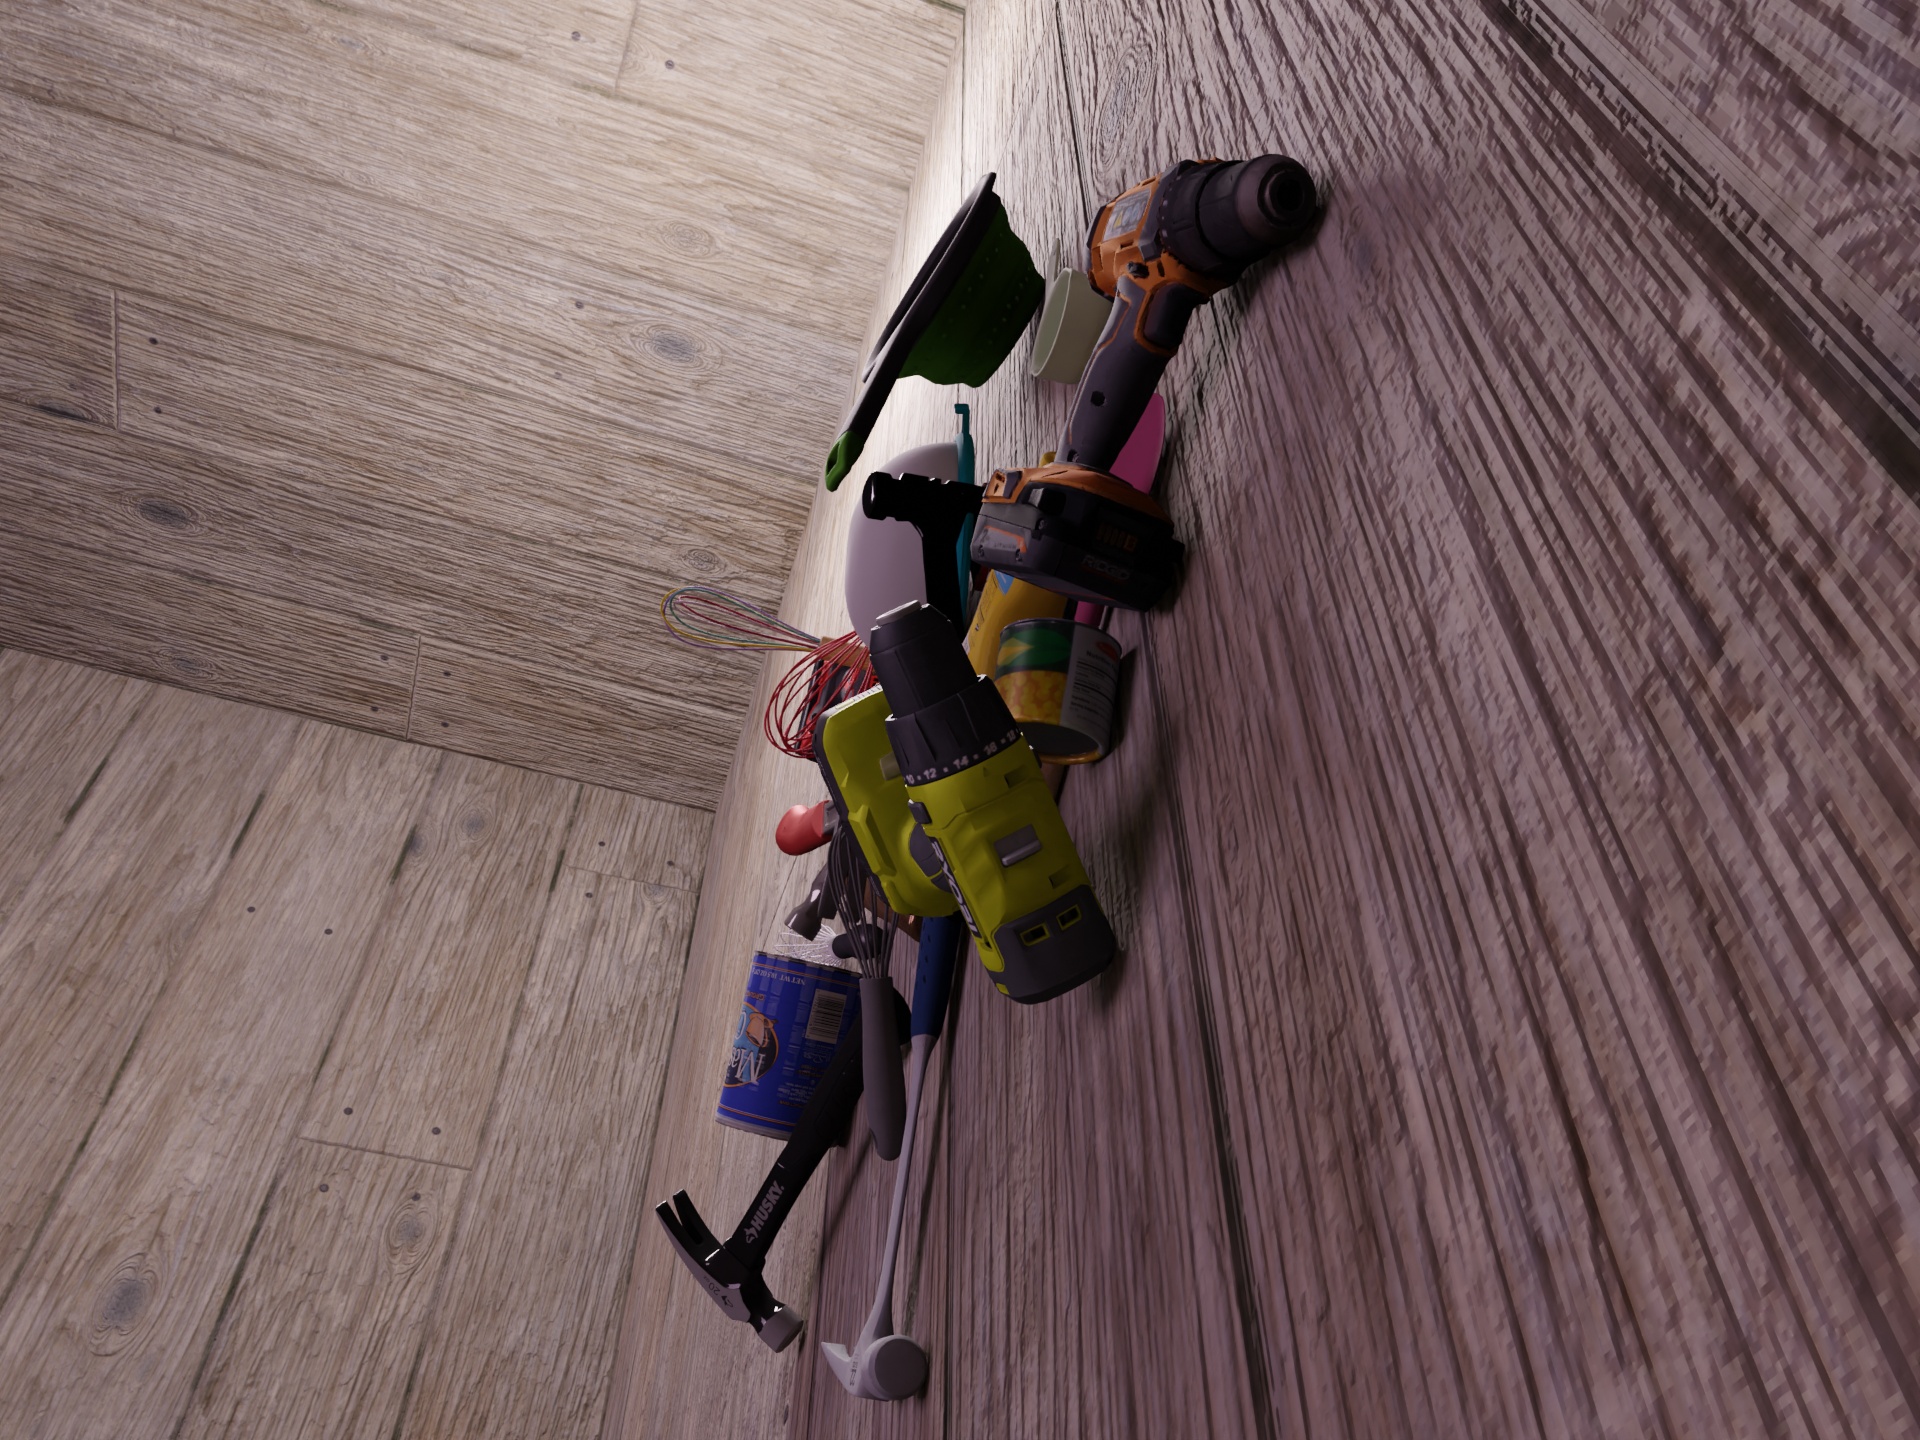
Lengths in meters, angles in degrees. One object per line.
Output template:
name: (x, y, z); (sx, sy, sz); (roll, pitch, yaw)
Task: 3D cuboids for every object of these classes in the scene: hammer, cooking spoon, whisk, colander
hammer: (-0.114, 0.093, 1.296); (0.359, 0.036, 0.149); (147, 132, -74)
cooking spoon: (0.065, -0.030, 0.905); (0.069, 0.017, 0.319); (23, 99, 60)
whisk: (-0.115, 0.202, 1.418); (0.284, 0.070, 0.070); (149, 135, -68)
colander: (-0.014, -0.295, 1.296); (0.204, 0.094, 0.397); (-46, 18, 45)
whisk: (-0.079, -0.074, 1.380); (0.296, 0.073, 0.073); (-55, -4, -38)
hammer: (0.002, -0.023, 1.070); (0.034, 0.127, 0.337); (123, 149, -54)
hammer: (-0.027, 0.215, 1.013); (0.144, 0.035, 0.406); (126, 156, -62)
hammer: (-0.064, 0.132, 1.248); (0.130, 0.031, 0.331); (-57, 14, -9)
whisk: (-0.059, 0.177, 1.080); (0.055, 0.055, 0.239); (147, 119, -74)
whisk: (-0.147, -0.076, 1.423); (0.047, 0.245, 0.051); (-94, 22, -57)
hammer: (-0.123, 0.322, 1.194); (0.035, 0.146, 0.334); (-23, -34, -57)

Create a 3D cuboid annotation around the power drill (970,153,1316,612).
power drill: (0.094, -0.173, 0.800); (0.226, 0.084, 0.185); (-70, 19, 1)

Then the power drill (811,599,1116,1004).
power drill: (-0.011, 0.034, 0.817); (0.190, 0.080, 0.228); (66, 167, -7)

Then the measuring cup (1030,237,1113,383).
measuring cup: (0.081, -0.299, 1.129); (0.168, 0.038, 0.083); (-86, 15, -49)

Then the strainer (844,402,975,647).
strainer: (-0.049, -0.071, 1.263); (0.211, 0.095, 0.341); (106, 168, -68)

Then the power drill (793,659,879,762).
power drill: (-0.104, 0.004, 1.570); (0.220, 0.078, 0.143); (-165, 89, -76)

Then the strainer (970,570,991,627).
strainer: (-0.002, -0.004, 1.157); (0.087, 0.050, 0.258); (121, 168, -80)
